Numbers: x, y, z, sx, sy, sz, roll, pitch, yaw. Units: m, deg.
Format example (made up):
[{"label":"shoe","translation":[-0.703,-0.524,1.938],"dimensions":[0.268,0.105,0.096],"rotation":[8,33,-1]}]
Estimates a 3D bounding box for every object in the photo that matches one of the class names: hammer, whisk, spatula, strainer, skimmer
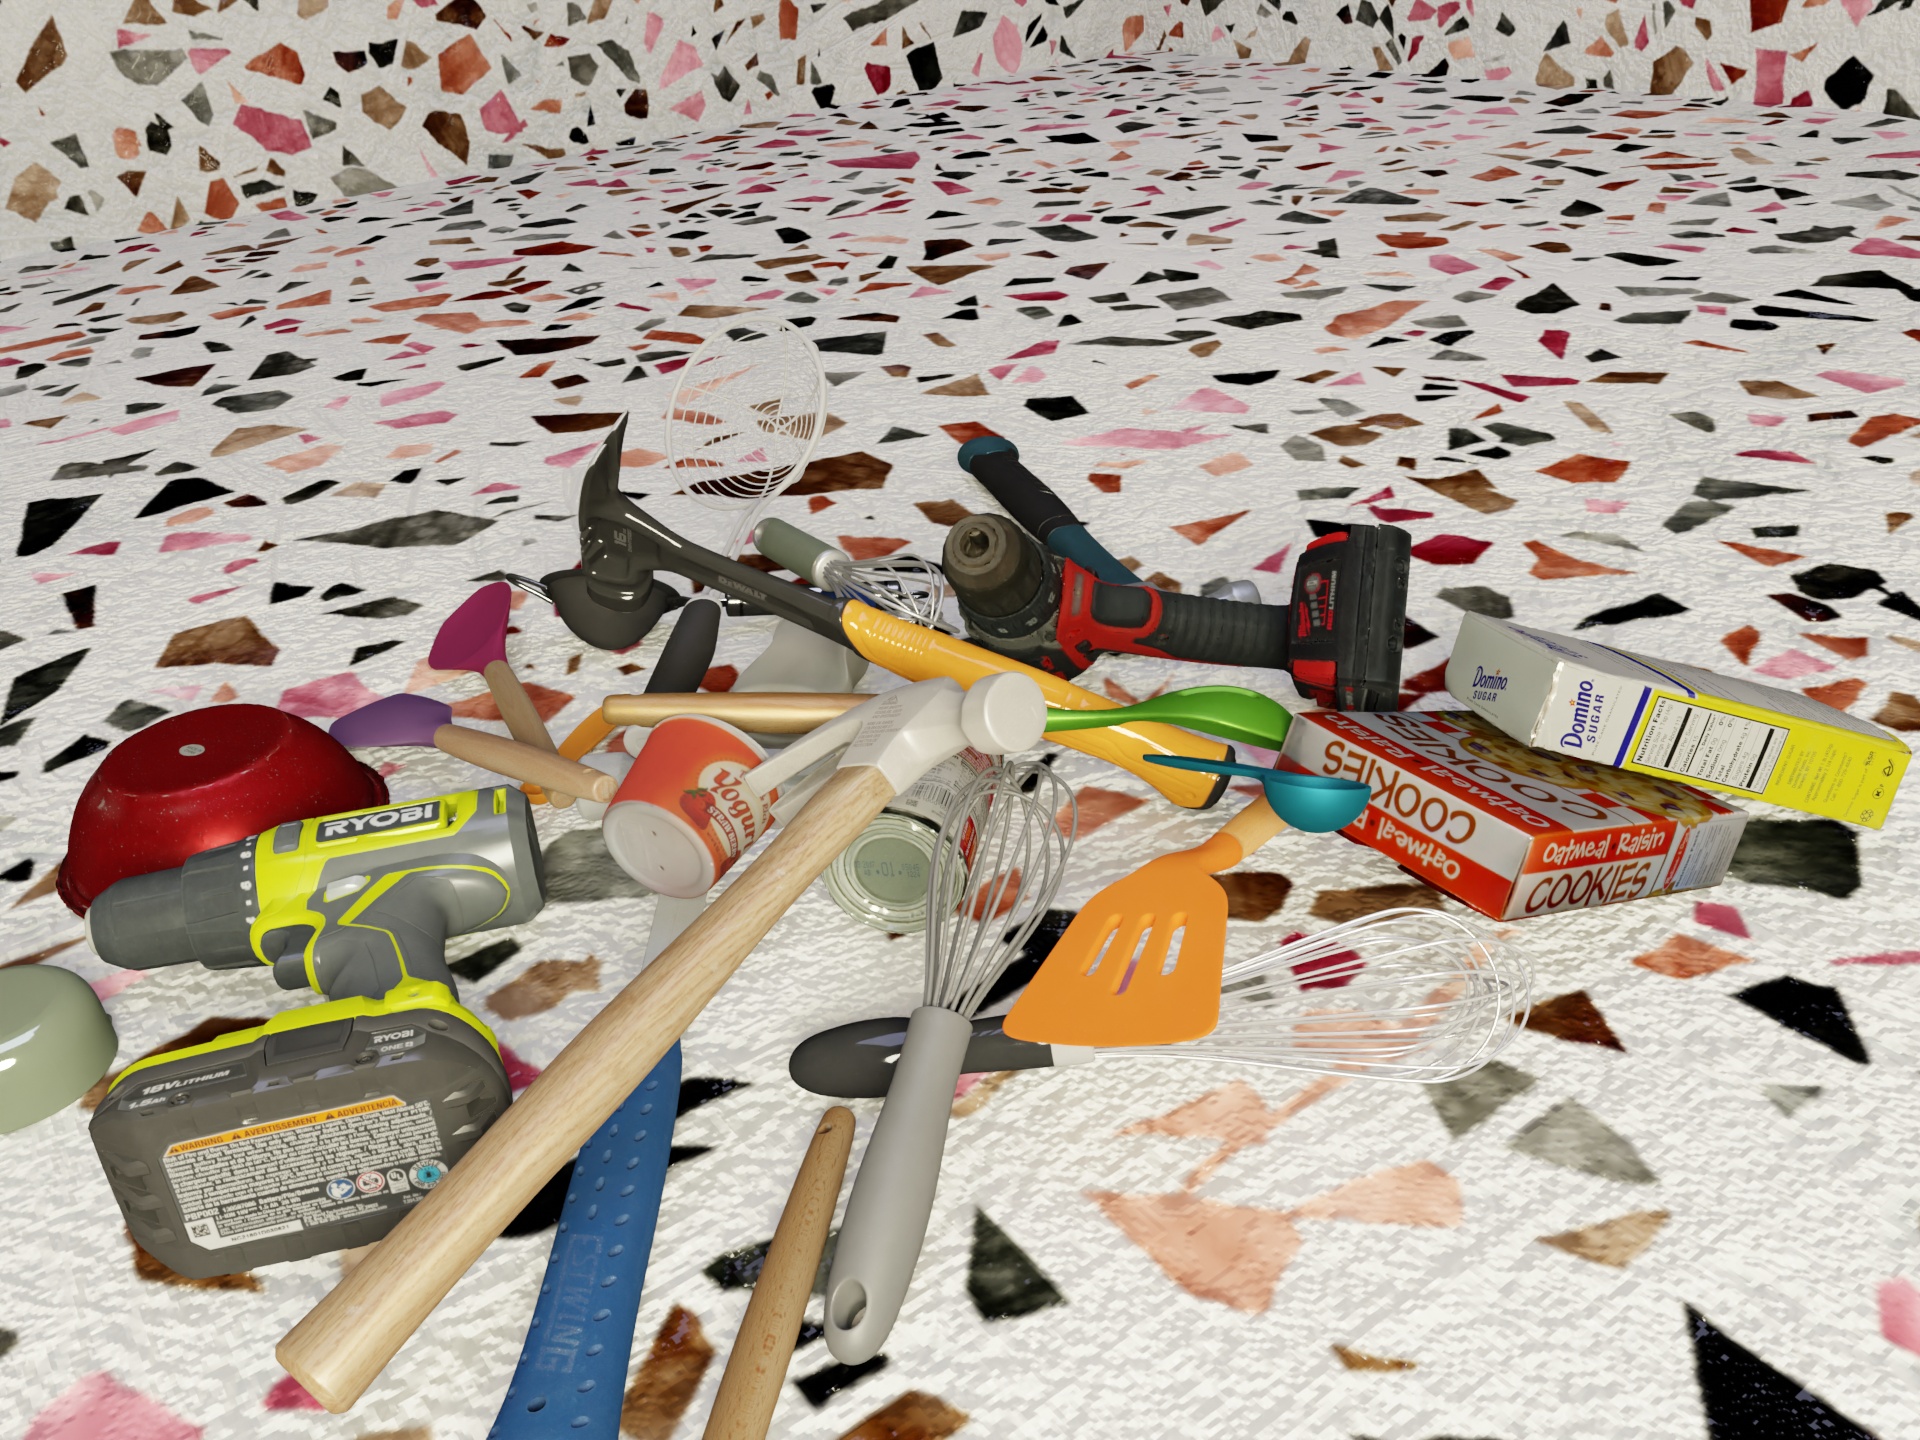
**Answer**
[{"label":"hammer","translation":[-0.104,0.096,0.566],"dimensions":[0.130,0.031,0.331],"rotation":[-8,33,52]},{"label":"hammer","translation":[0.067,-0.124,1.047],"dimensions":[0.128,0.033,0.331],"rotation":[-11,30,-14]},{"label":"whisk","translation":[-0.004,0.110,0.571],"dimensions":[0.055,0.055,0.239],"rotation":[6,54,18]},{"label":"spatula","translation":[0.120,0.056,0.668],"dimensions":[0.081,0.041,0.322],"rotation":[-6,9,31]},{"label":"spatula","translation":[-0.073,0.216,0.457],"dimensions":[0.082,0.044,0.318],"rotation":[-13,25,17]},{"label":"strainer","translation":[-0.147,-0.071,0.977],"dimensions":[0.258,0.050,0.087],"rotation":[-3,-14,-7]},{"label":"hammer","translation":[-0.025,-0.039,0.763],"dimensions":[0.337,0.127,0.034],"rotation":[23,60,2]},{"label":"skimmer","translation":[-0.151,-0.116,0.907],"dimensions":[0.127,0.090,0.364],"rotation":[-25,29,24]},{"label":"spatula","translation":[-0.253,0.013,0.809],"dimensions":[0.060,0.018,0.316],"rotation":[-30,24,-33]},{"label":"hammer","translation":[-0.118,0.121,0.639],"dimensions":[0.144,0.035,0.406],"rotation":[-4,30,1]},{"label":"whisk","translation":[-0.069,-0.083,0.902],"dimensions":[0.059,0.058,0.247],"rotation":[20,7,-31]},{"label":"whisk","translation":[0.074,0.117,0.606],"dimensions":[0.284,0.070,0.070],"rotation":[-8,29,5]}]

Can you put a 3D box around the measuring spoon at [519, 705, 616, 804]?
[{"label":"measuring spoon","translation":[-0.206,0.016,0.865],"dimensions":[0.021,0.011,0.117],"rotation":[3,27,14]}]

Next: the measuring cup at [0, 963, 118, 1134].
[{"label":"measuring cup","translation":[-0.433,0.122,0.678],"dimensions":[0.168,0.038,0.083],"rotation":[16,35,28]}]

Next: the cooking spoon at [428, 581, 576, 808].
[{"label":"cooking spoon","translation":[-0.253,-0.018,0.883],"dimensions":[0.069,0.017,0.319],"rotation":[-45,32,-4]}]

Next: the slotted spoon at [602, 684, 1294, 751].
[{"label":"slotted spoon","translation":[-0.001,-0.002,0.706],"dimensions":[0.313,0.031,0.070],"rotation":[1,-2,-1]}]

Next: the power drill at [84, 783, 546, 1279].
[{"label":"power drill","translation":[-0.267,0.109,0.643],"dimensions":[0.190,0.080,0.229],"rotation":[-10,27,-11]}]

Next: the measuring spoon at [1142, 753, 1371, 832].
[{"label":"measuring spoon","translation":[0.118,0.030,0.667],"dimensions":[0.042,0.021,0.129],"rotation":[0,5,-32]}]

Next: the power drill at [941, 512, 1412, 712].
[{"label":"power drill","translation":[0.106,-0.057,0.798],"dimensions":[0.227,0.080,0.187],"rotation":[5,-10,16]}]
